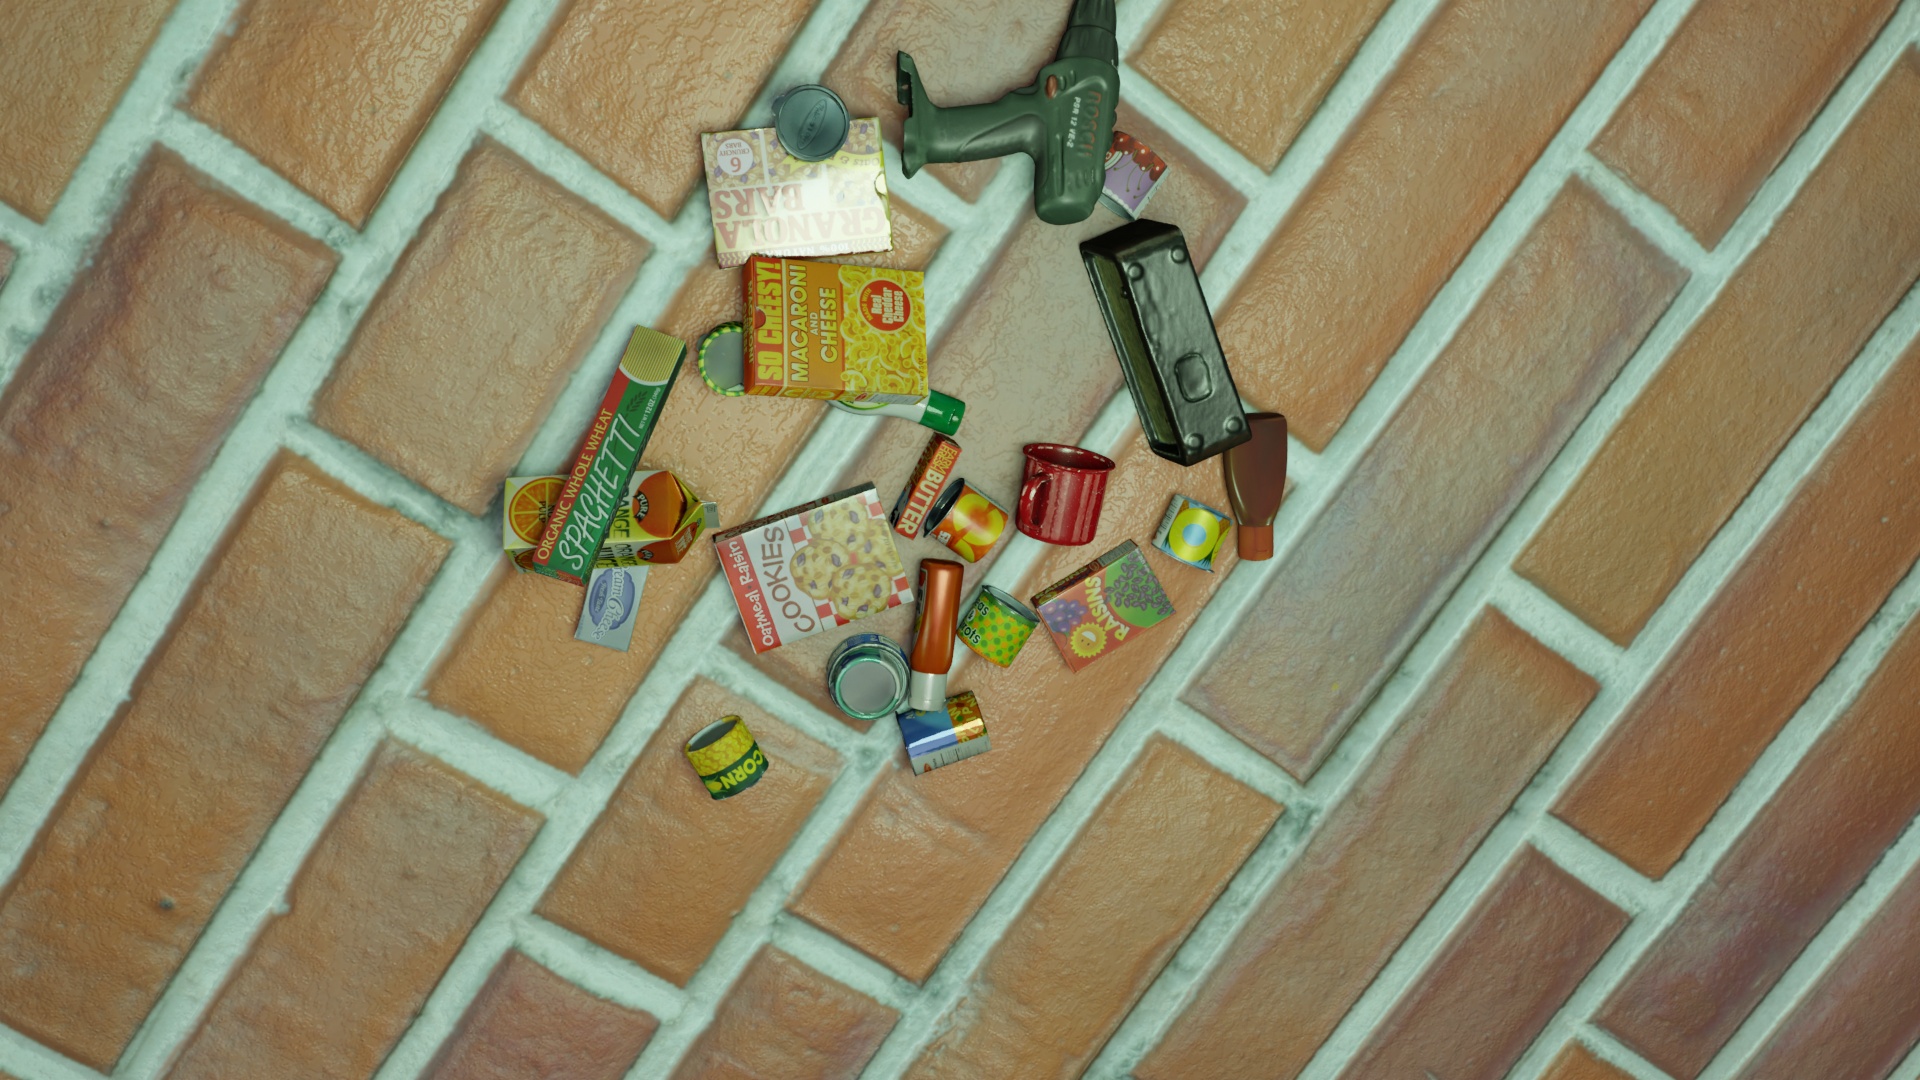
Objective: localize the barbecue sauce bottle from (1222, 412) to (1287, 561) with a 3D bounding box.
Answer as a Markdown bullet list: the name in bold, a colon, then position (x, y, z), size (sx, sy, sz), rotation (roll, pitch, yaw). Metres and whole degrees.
- **barbecue sauce bottle**: position (0.301, -0.054, 1.417), size (0.065, 0.044, 0.148), rotation (-5, 105, -6)

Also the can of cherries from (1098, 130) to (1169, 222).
- **can of cherries**: position (0.153, -0.346, 1.314), size (0.071, 0.071, 0.058), rotation (35, 97, -14)

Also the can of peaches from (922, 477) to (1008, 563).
- **can of peaches**: position (0.005, -0.017, 1.372), size (0.058, 0.071, 0.071), rotation (34, 97, -15)

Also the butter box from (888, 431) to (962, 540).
- **butter box**: position (-0.035, -0.055, 1.365), size (0.024, 0.053, 0.103), rotation (26, 99, -15)

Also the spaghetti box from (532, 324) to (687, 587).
- **spaghetti box**: position (-0.319, -0.080, 1.272), size (0.050, 0.028, 0.251), rotation (20, 72, -1)

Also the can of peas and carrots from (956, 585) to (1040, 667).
- **can of peas and carrots**: position (0.035, 0.086, 1.401), size (0.071, 0.071, 0.058), rotation (31, 98, -14)

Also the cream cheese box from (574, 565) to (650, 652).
- **cream cheese box**: position (-0.340, 0.054, 1.363), size (0.053, 0.024, 0.103), rotation (15, 101, -12)

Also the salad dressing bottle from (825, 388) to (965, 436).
- **salad dressing bottle**: position (-0.069, -0.143, 1.344), size (0.148, 0.044, 0.064), rotation (20, 95, -12)

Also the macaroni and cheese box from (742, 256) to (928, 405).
- **macaroni and cheese box**: position (-0.115, -0.194, 1.287), size (0.167, 0.040, 0.124), rotation (1, 79, -22)

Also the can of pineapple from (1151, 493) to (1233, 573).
- **can of pineapple**: position (0.237, -0.008, 1.407), size (0.071, 0.071, 0.057), rotation (22, 100, -12)

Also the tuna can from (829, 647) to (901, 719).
- **tuna can**: position (-0.095, 0.143, 1.378), size (0.071, 0.033, 0.071), rotation (-2, 103, -8)

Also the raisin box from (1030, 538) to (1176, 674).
- **raisin box**: position (0.146, 0.068, 1.427), size (0.123, 0.040, 0.086), rotation (-31, 106, 1)

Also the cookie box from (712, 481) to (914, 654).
- **cookie box**: position (-0.146, 0.027, 1.376), size (0.167, 0.040, 0.122), rotation (-19, 105, -4)

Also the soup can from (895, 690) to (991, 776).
- **soup can**: position (-0.018, 0.194, 1.422), size (0.084, 0.071, 0.071), rotation (-18, 105, -4)

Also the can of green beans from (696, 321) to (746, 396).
- **can of green beans**: position (-0.213, -0.171, 1.309), size (0.071, 0.058, 0.071), rotation (-2, 104, -7)

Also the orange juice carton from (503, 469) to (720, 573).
- **orange juice carton**: position (-0.325, -0.018, 1.310), size (0.193, 0.071, 0.073), rotation (-4, 69, -7)

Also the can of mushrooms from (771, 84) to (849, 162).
- **can of mushrooms**: position (-0.135, -0.374, 1.244), size (0.071, 0.033, 0.071), rotation (-1, 101, -7)

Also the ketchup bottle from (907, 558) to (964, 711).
- **ketchup bottle**: position (-0.026, 0.094, 1.386), size (0.043, 0.065, 0.148), rotation (6, 94, -6)

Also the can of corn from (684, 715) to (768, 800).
- **can of corn**: position (-0.234, 0.217, 1.393), size (0.071, 0.071, 0.058), rotation (-28, 105, 0)

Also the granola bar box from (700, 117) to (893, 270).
- **granola bar box**: position (-0.151, -0.323, 1.292), size (0.166, 0.039, 0.124), rotation (-7, 104, -6)
